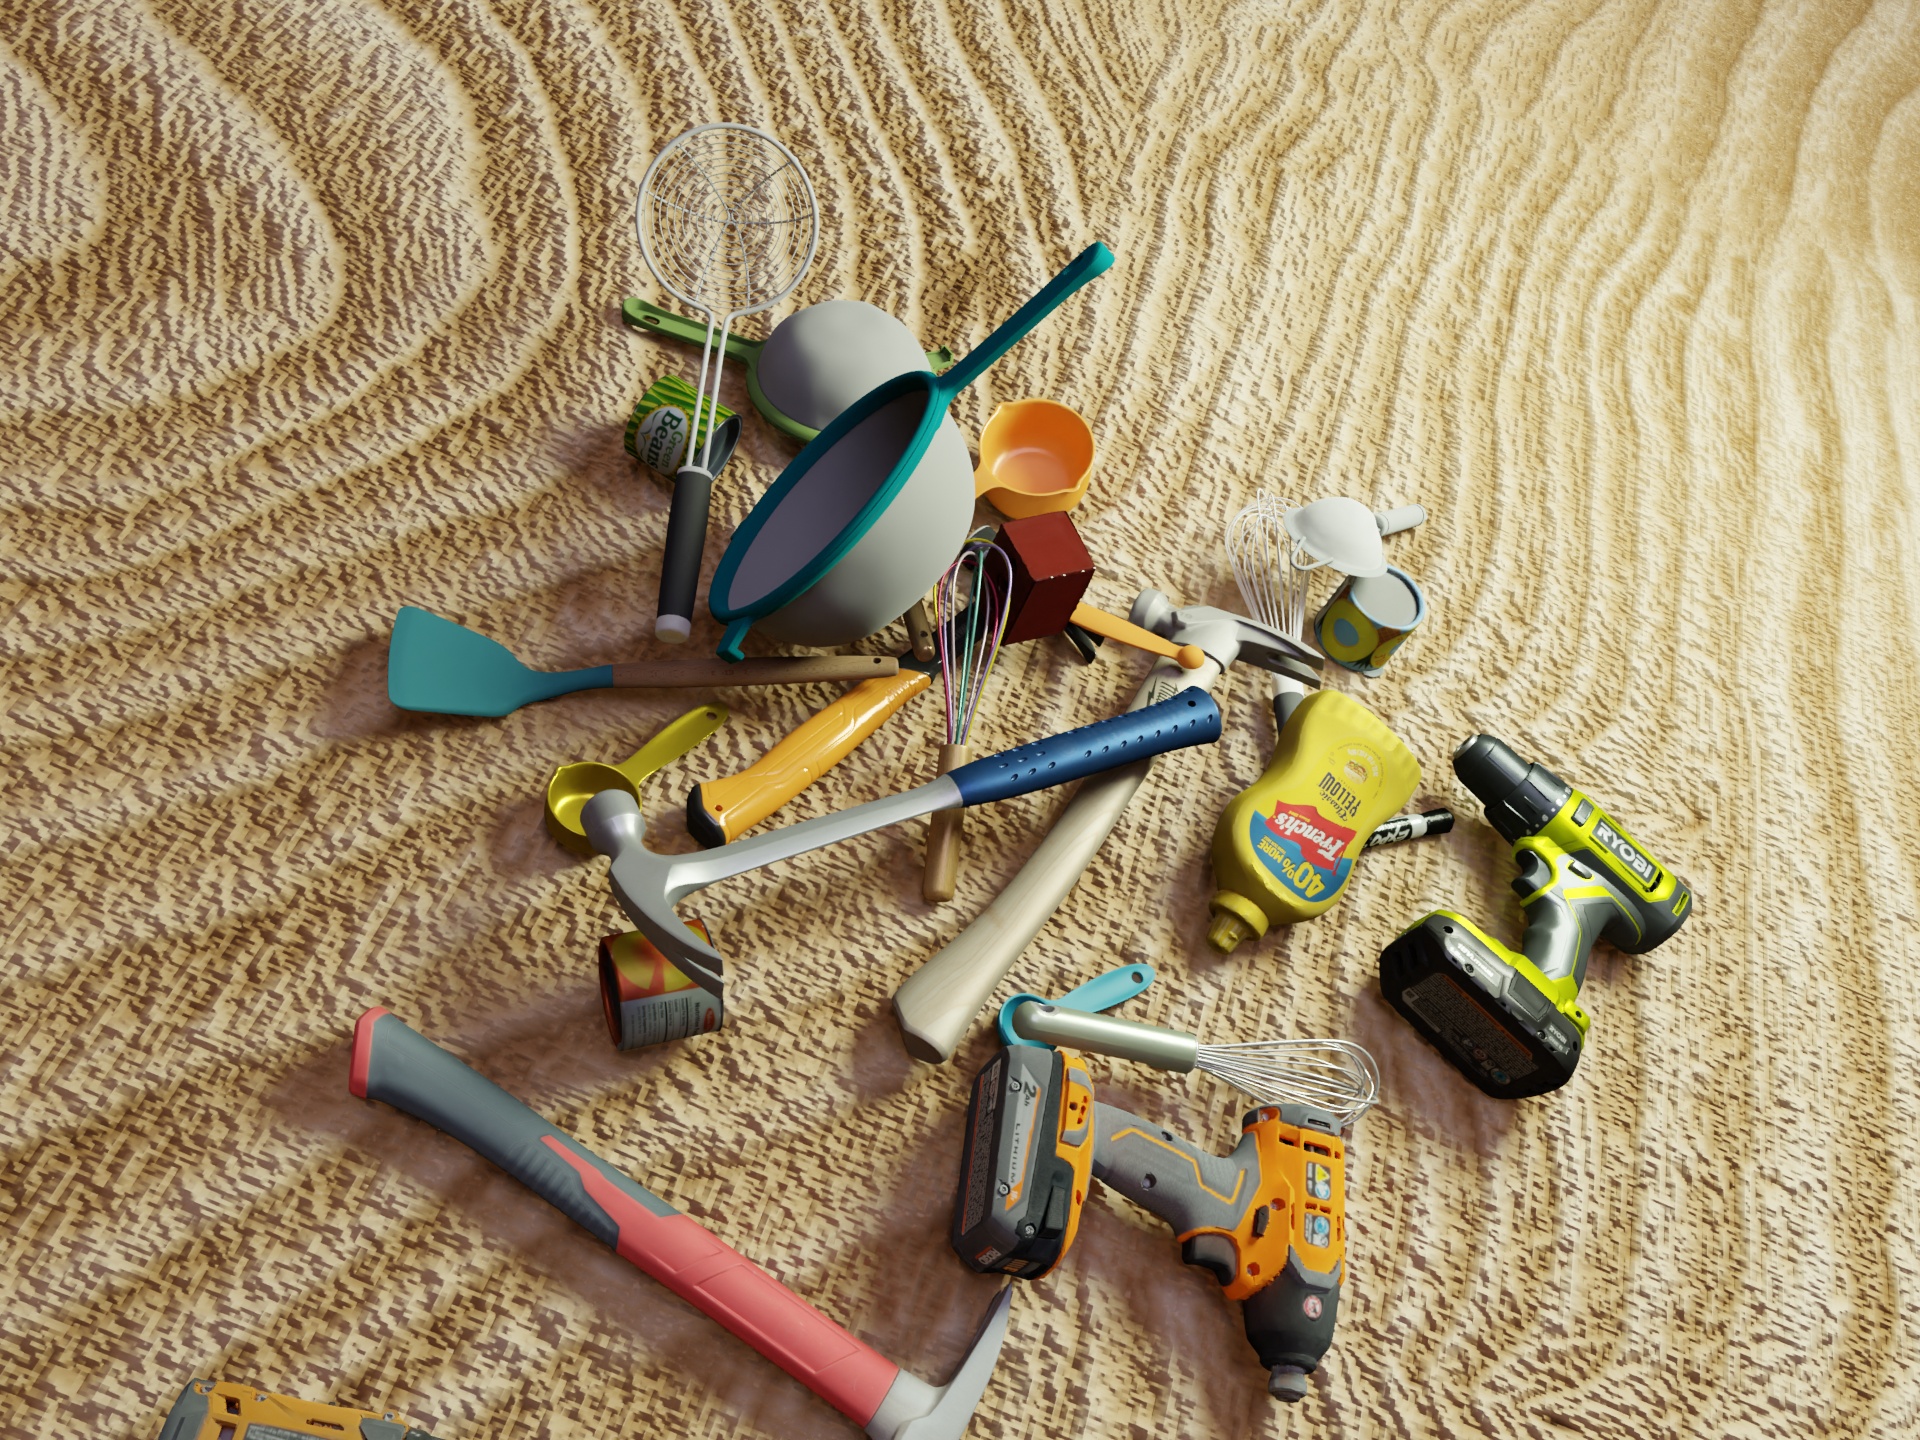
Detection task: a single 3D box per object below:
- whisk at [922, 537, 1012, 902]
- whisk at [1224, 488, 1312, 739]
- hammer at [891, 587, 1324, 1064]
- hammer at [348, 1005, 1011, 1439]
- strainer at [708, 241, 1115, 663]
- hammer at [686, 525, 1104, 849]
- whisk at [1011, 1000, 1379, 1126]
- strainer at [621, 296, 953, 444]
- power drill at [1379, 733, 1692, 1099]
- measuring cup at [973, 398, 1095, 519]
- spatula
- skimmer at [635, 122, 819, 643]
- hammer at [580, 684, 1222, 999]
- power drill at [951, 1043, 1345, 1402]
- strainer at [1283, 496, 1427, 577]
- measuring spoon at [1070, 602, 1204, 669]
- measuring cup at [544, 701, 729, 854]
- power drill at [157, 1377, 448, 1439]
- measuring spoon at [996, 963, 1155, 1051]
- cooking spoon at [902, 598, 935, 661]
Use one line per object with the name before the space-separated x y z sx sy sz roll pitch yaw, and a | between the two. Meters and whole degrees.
whisk | -0.004 -0.003 1.041 0.047 0.051 0.245 11 76 -17
whisk | 0.240 -0.050 1.183 0.070 0.070 0.285 7 61 -14
hammer | 0.094 0.064 1.044 0.146 0.038 0.411 22 53 24
hammer | -0.158 0.262 0.854 0.386 0.038 0.143 34 53 5
strainer | -0.014 -0.159 1.021 0.095 0.340 0.211 43 19 -25
hammer | -0.047 -0.012 1.074 0.127 0.034 0.337 43 56 13
whisk | 0.147 0.207 0.977 0.246 0.058 0.059 14 98 -13
strainer | -0.133 -0.289 1.192 0.256 0.069 0.152 19 48 3
power drill | 0.384 0.126 1.092 0.190 0.080 0.228 43 53 6
measuring cup | 0.023 -0.171 1.197 0.173 0.052 0.095 -34 70 -14
spatula | -0.197 -0.035 1.019 0.317 0.044 0.082 -2 51 -9
skimmer | -0.170 -0.230 1.059 0.127 0.090 0.364 7 65 -7
hammer | -0.012 0.050 0.965 0.405 0.035 0.144 -16 48 -25
power drill | 0.115 0.284 0.904 0.226 0.084 0.164 17 55 -12
strainer | 0.320 -0.153 1.237 0.087 0.050 0.258 41 30 19
measuring spoon | 0.117 -0.064 1.117 0.117 0.011 0.021 23 53 14
measuring cup | -0.200 0.033 1.006 0.062 0.029 0.156 39 43 9
power drill | -0.286 0.417 0.688 0.185 0.084 0.226 16 50 -9
measuring spoon | 0.073 0.181 1.000 0.128 0.021 0.042 -16 65 -36
cooking spoon | -0.058 -0.164 1.158 0.068 0.017 0.319 -3 50 -17
